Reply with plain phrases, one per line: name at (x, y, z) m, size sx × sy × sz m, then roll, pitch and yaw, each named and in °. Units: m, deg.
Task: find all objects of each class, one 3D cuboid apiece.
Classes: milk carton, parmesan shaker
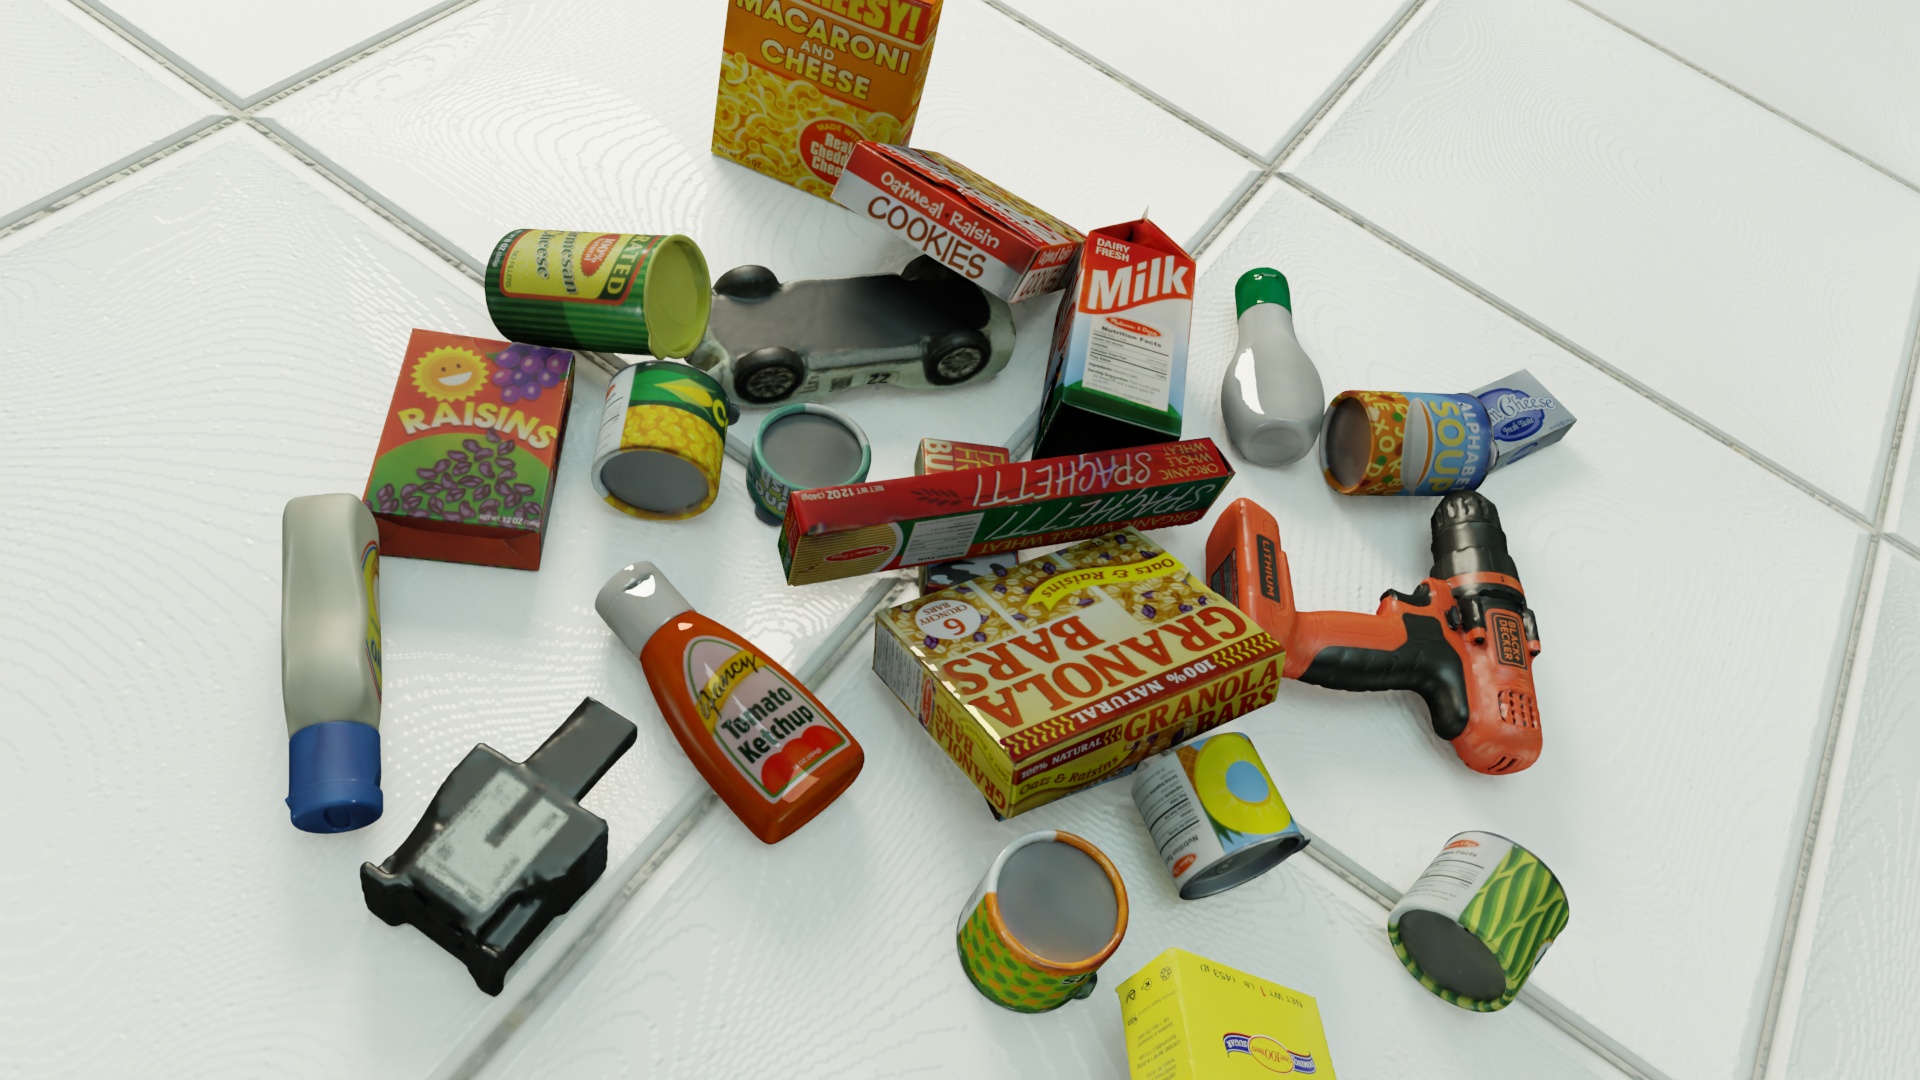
milk carton at (0.097, -0.121, 0.854) m, size 0.073 × 0.072 × 0.191 m, roll 16°, pitch 53°, yaw -5°
parmesan shaker at (-0.198, -0.133, 0.756) m, size 0.103 × 0.071 × 0.072 m, roll 7°, pitch 49°, yaw 19°

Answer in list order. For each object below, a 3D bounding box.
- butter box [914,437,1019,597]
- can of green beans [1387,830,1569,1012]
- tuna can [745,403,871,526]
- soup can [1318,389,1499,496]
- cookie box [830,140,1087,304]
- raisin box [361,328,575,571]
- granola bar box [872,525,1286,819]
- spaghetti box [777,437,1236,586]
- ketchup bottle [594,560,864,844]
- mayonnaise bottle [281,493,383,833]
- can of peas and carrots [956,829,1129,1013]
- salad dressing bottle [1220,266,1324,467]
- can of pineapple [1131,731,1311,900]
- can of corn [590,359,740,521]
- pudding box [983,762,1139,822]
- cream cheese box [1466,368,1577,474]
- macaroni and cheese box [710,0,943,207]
butter box at (0.003, -0.010, 0.773) m, size 0.053 × 0.024 × 0.104 m, roll 6°, pitch 53°, yaw -13°
can of green beans at (0.252, 0.185, 0.677) m, size 0.071 × 0.071 × 0.058 m, roll 44°, pitch 55°, yaw 16°
tuna can at (-0.085, -0.040, 0.764) m, size 0.071 × 0.032 × 0.071 m, roll 8°, pitch 52°, yaw -11°
soup can at (0.277, -0.060, 0.863) m, size 0.084 × 0.071 × 0.071 m, roll 0°, pitch 55°, yaw -16°
cookie box at (0.007, -0.197, 0.850) m, size 0.123 × 0.040 × 0.168 m, roll 31°, pitch 19°, yaw 7°
raisin box at (-0.251, -0.049, 0.717) m, size 0.086 × 0.039 × 0.124 m, roll 7°, pitch 52°, yaw -11°
granola bar box at (0.058, 0.058, 0.691) m, size 0.166 × 0.038 × 0.124 m, roll -18°, pitch 40°, yaw -28°
spaghetti box at (0.028, -0.017, 0.737) m, size 0.251 × 0.050 × 0.029 m, roll -9°, pitch 60°, yaw -23°
ketchup bottle at (-0.116, 0.072, 0.665) m, size 0.065 × 0.043 × 0.149 m, roll -34°, pitch 69°, yaw -33°
mayonnaise bottle at (-0.279, 0.055, 0.620) m, size 0.041 × 0.064 × 0.148 m, roll -6°, pitch 61°, yaw -17°
can of peas and carrots at (0.038, 0.173, 0.627) m, size 0.071 × 0.058 × 0.071 m, roll 8°, pitch 53°, yaw -11°
salad dressing bottle at (0.200, -0.116, 0.899) m, size 0.064 × 0.043 × 0.148 m, roll 6°, pitch 51°, yaw -1°
can of pineapple at (0.126, 0.134, 0.678) m, size 0.071 × 0.070 × 0.058 m, roll -11°, pitch 58°, yaw -23°
can of corn at (-0.154, -0.051, 0.731) m, size 0.071 × 0.070 × 0.058 m, roll 9°, pitch 54°, yaw -11°
pudding box at (0.046, 0.102, 0.700) m, size 0.084 × 0.030 × 0.050 m, roll -14°, pitch 59°, yaw -25°
cream cheese box at (0.358, -0.077, 0.930) m, size 0.104 × 0.024 × 0.053 m, roll -22°, pitch 62°, yaw -29°
macaroni and cheese box at (-0.085, -0.293, 0.866) m, size 0.124 × 0.165 × 0.040 m, roll 22°, pitch 52°, yaw 0°
